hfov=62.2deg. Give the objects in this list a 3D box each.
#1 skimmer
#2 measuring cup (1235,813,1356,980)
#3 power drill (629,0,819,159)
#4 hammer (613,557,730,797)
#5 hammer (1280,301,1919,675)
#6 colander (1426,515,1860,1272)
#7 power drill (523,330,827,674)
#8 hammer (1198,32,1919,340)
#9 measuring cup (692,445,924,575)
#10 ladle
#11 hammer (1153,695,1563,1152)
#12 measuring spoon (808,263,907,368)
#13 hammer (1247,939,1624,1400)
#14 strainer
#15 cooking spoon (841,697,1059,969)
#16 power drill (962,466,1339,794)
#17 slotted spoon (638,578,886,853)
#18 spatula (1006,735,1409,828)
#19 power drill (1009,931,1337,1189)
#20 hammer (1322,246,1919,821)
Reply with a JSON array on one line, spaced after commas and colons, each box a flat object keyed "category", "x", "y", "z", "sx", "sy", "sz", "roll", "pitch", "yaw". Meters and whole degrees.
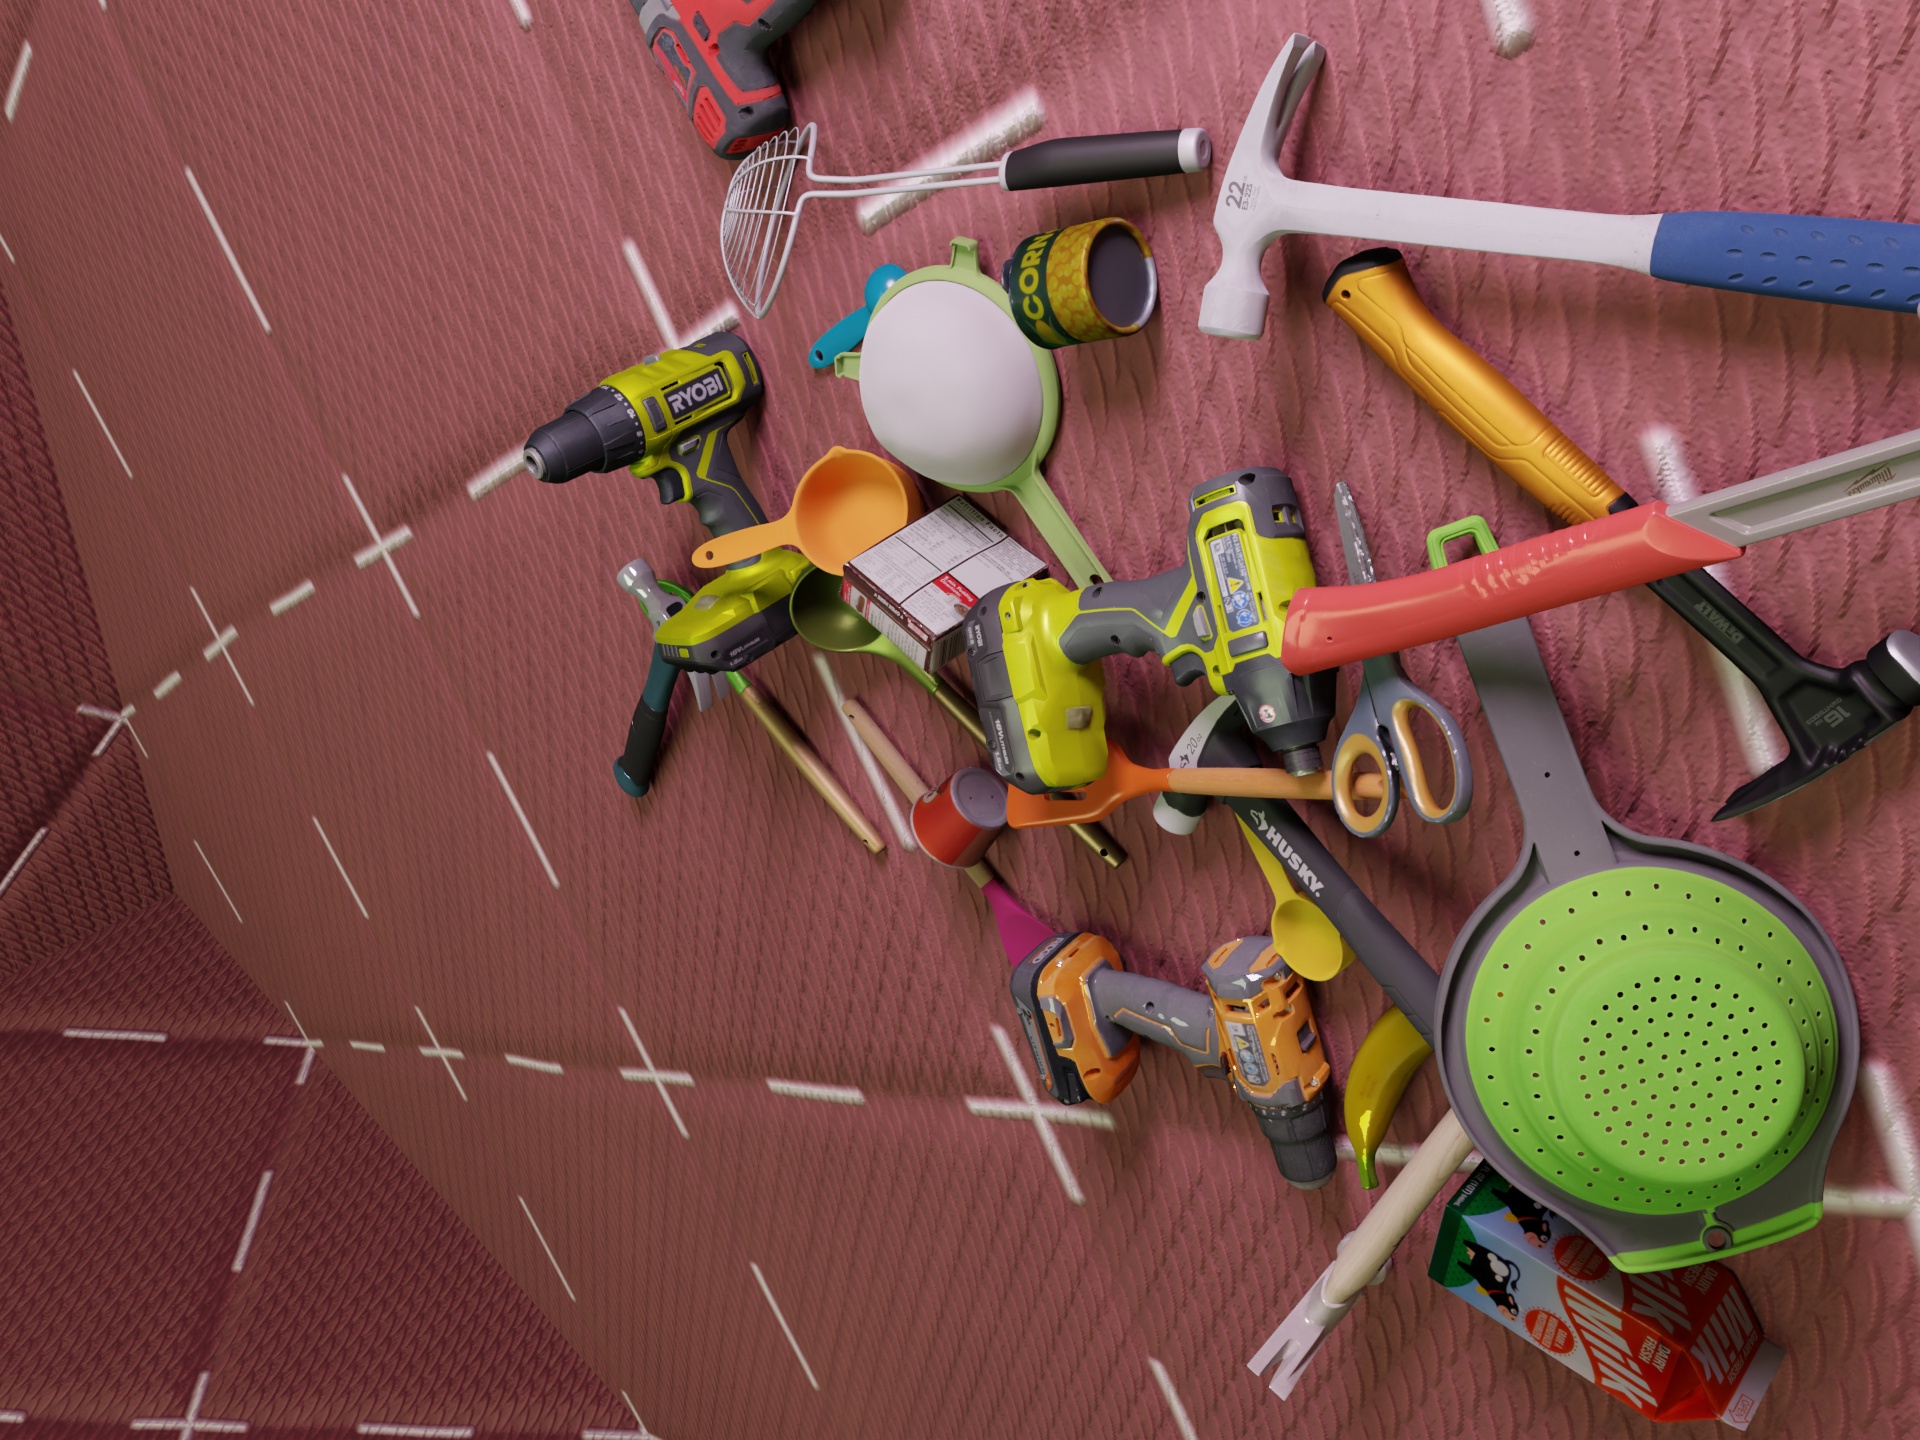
[{"category": "skimmer", "x": -0.008, "y": -0.313, "z": 0.962, "sx": 0.363, "sy": 0.090, "sz": 0.127, "roll": 6, "pitch": 81, "yaw": 33}, {"category": "measuring cup", "x": 0.211, "y": 0.091, "z": 1.027, "sx": 0.062, "sy": 0.029, "sz": 0.156, "roll": -35, "pitch": 76, "yaw": 54}, {"category": "power drill", "x": -0.140, "y": -0.480, "z": 0.972, "sx": 0.188, "sy": 0.080, "sz": 0.226, "roll": 59, "pitch": 146, "yaw": -1}, {"category": "hammer", "x": -0.282, "y": -0.014, "z": 1.458, "sx": 0.128, "sy": 0.033, "sz": 0.331, "roll": 48, "pitch": 149, "yaw": 9}, {"category": "hammer", "x": 0.302, "y": -0.069, "z": 0.720, "sx": 0.359, "sy": 0.037, "sz": 0.149, "roll": -18, "pitch": 115, "yaw": 46}, {"category": "colander", "x": 0.314, "y": 0.084, "z": 0.782, "sx": 0.204, "sy": 0.094, "sz": 0.397, "roll": -20, "pitch": 85, "yaw": 11}, {"category": "power drill", "x": -0.206, "y": -0.153, "z": 1.182, "sx": 0.080, "sy": 0.190, "sz": 0.228, "roll": 6, "pitch": 124, "yaw": 48}, {"category": "hammer", "x": 0.292, "y": -0.213, "z": 0.687, "sx": 0.406, "sy": 0.035, "sz": 0.144, "roll": 19, "pitch": 109, "yaw": 35}, {"category": "measuring cup", "x": -0.107, "y": -0.135, "z": 1.136, "sx": 0.173, "sy": 0.052, "sz": 0.095, "roll": -13, "pitch": 86, "yaw": 22}, {"category": "ladle", "x": -0.002, "y": -0.004, "z": 1.166, "sx": 0.320, "sy": 0.062, "sz": 0.078, "roll": 44, "pitch": 111, "yaw": 12}, {"category": "hammer", "x": 0.237, "y": 0.116, "z": 0.928, "sx": 0.335, "sy": 0.035, "sz": 0.146, "roll": 54, "pitch": 141, "yaw": 32}, {"category": "measuring spoon", "x": -0.075, "y": -0.268, "z": 1.086, "sx": 0.128, "sy": 0.021, "sz": 0.042, "roll": -23, "pitch": 97, "yaw": 51}, {"category": "hammer", "x": 0.292, "y": 0.273, "z": 0.978, "sx": 0.038, "sy": 0.146, "sz": 0.410, "roll": 38, "pitch": 134, "yaw": 23}, {"category": "strainer", "x": 0.014, "y": -0.163, "z": 1.013, "sx": 0.151, "sy": 0.069, "sz": 0.256, "roll": -32, "pitch": 94, "yaw": 45}, {"category": "cooking spoon", "x": 0.006, "y": 0.108, "z": 1.264, "sx": 0.319, "sy": 0.017, "sz": 0.068, "roll": 51, "pitch": 135, "yaw": 8}, {"category": "power drill", "x": 0.114, "y": -0.034, "z": 0.946, "sx": 0.223, "sy": 0.080, "sz": 0.171, "roll": -18, "pitch": 82, "yaw": 42}, {"category": "slotted spoon", "x": -0.169, "y": -0.006, "z": 1.374, "sx": 0.314, "sy": 0.031, "sz": 0.070, "roll": 49, "pitch": 142, "yaw": 9}, {"category": "spatula", "x": 0.142, "y": 0.036, "z": 0.974, "sx": 0.323, "sy": 0.041, "sz": 0.081, "roll": -1, "pitch": 76, "yaw": 56}, {"category": "power drill", "x": 0.160, "y": 0.240, "z": 1.137, "sx": 0.226, "sy": 0.084, "sz": 0.185, "roll": -3, "pitch": 113, "yaw": 43}, {"category": "hammer", "x": 0.300, "y": -0.103, "z": 0.776, "sx": 0.337, "sy": 0.034, "sz": 0.127, "roll": 48, "pitch": 141, "yaw": 13}]
